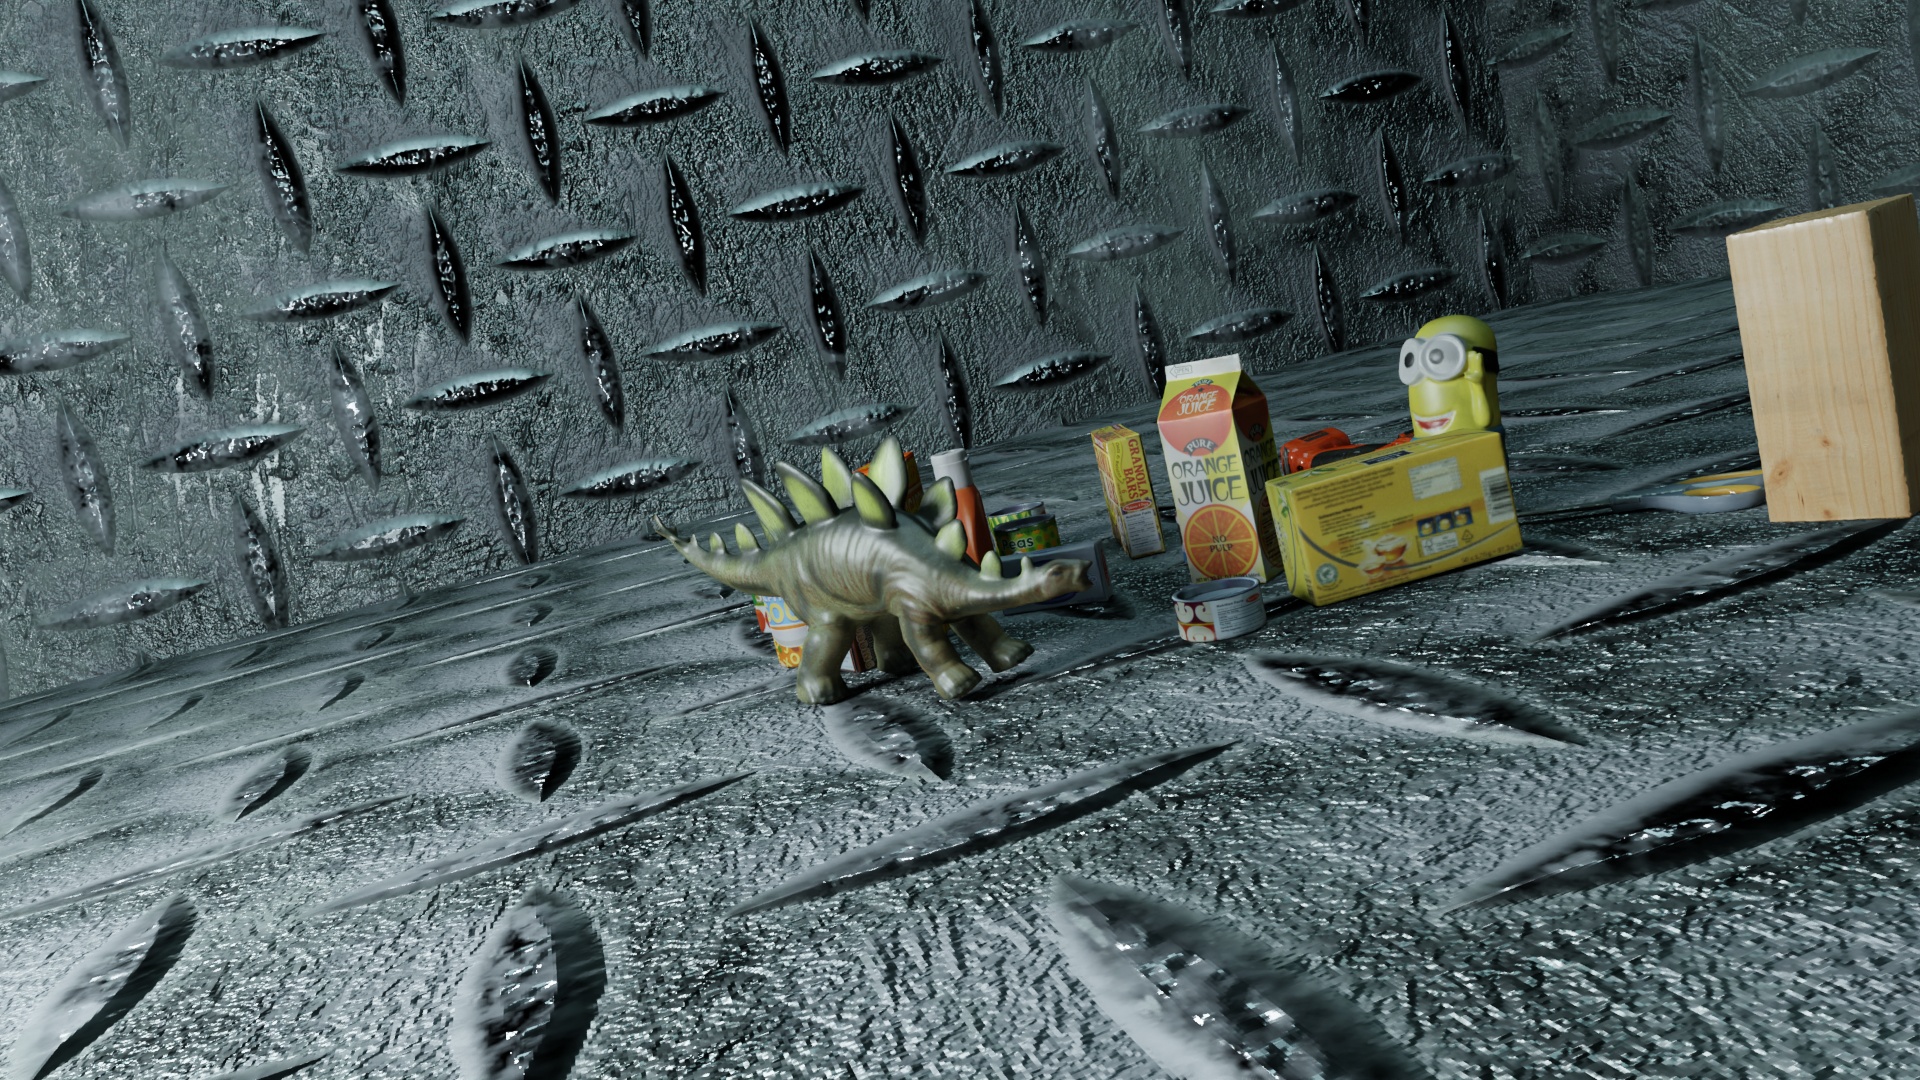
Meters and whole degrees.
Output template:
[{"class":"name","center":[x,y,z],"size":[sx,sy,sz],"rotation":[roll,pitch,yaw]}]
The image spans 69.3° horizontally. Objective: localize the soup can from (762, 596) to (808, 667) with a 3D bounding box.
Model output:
[{"class":"soup can","center":[-0.147,0.069,1.288],"size":[0.071,0.083,0.071],"rotation":[-13,8,2]}]

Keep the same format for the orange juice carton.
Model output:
[{"class":"orange juice carton","center":[0.227,-0.062,1.196],"size":[0.071,0.192,0.073],"rotation":[-8,10,37]}]

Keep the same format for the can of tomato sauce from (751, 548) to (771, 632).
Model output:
[{"class":"can of tomato sauce","center":[-0.192,0.051,1.488],"size":[0.071,0.083,0.071],"rotation":[-13,8,2]}]

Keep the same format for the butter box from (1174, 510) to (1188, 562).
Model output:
[{"class":"butter box","center":[0.252,-0.009,1.291],"size":[0.103,0.053,0.024],"rotation":[-6,11,43]}]

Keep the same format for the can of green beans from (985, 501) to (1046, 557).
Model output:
[{"class":"can of green beans","center":[0.068,-0.008,1.561],"size":[0.071,0.057,0.071],"rotation":[-13,8,2]}]

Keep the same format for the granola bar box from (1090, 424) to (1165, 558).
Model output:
[{"class":"granola bar box","center":[0.177,-0.055,1.473],"size":[0.039,0.124,0.166],"rotation":[-13,8,2]}]

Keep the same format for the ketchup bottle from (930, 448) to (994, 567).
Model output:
[{"class":"ketchup bottle","center":[0.005,-0.018,1.406],"size":[0.043,0.148,0.065],"rotation":[-11,8,16]}]

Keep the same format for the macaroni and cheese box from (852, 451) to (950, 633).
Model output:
[{"class":"macaroni and cheese box","center":[-0.050,0.010,1.244],"size":[0.040,0.166,0.124],"rotation":[-12,8,11]}]

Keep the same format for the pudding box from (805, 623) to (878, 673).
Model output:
[{"class":"pudding box","center":[-0.103,0.086,1.221],"size":[0.030,0.049,0.083],"rotation":[-18,9,-31]}]

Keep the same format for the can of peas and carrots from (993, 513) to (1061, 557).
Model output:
[{"class":"can of peas and carrots","center":[0.071,0.008,1.439],"size":[0.071,0.058,0.071],"rotation":[-13,8,2]}]

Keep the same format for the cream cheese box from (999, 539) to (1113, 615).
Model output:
[{"class":"cream cheese box","center":[0.083,0.034,1.265],"size":[0.103,0.053,0.024],"rotation":[-10,8,22]}]

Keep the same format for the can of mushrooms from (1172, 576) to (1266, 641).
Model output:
[{"class":"can of mushrooms","center":[0.193,0.051,1.044],"size":[0.071,0.033,0.071],"rotation":[-13,8,2]}]
